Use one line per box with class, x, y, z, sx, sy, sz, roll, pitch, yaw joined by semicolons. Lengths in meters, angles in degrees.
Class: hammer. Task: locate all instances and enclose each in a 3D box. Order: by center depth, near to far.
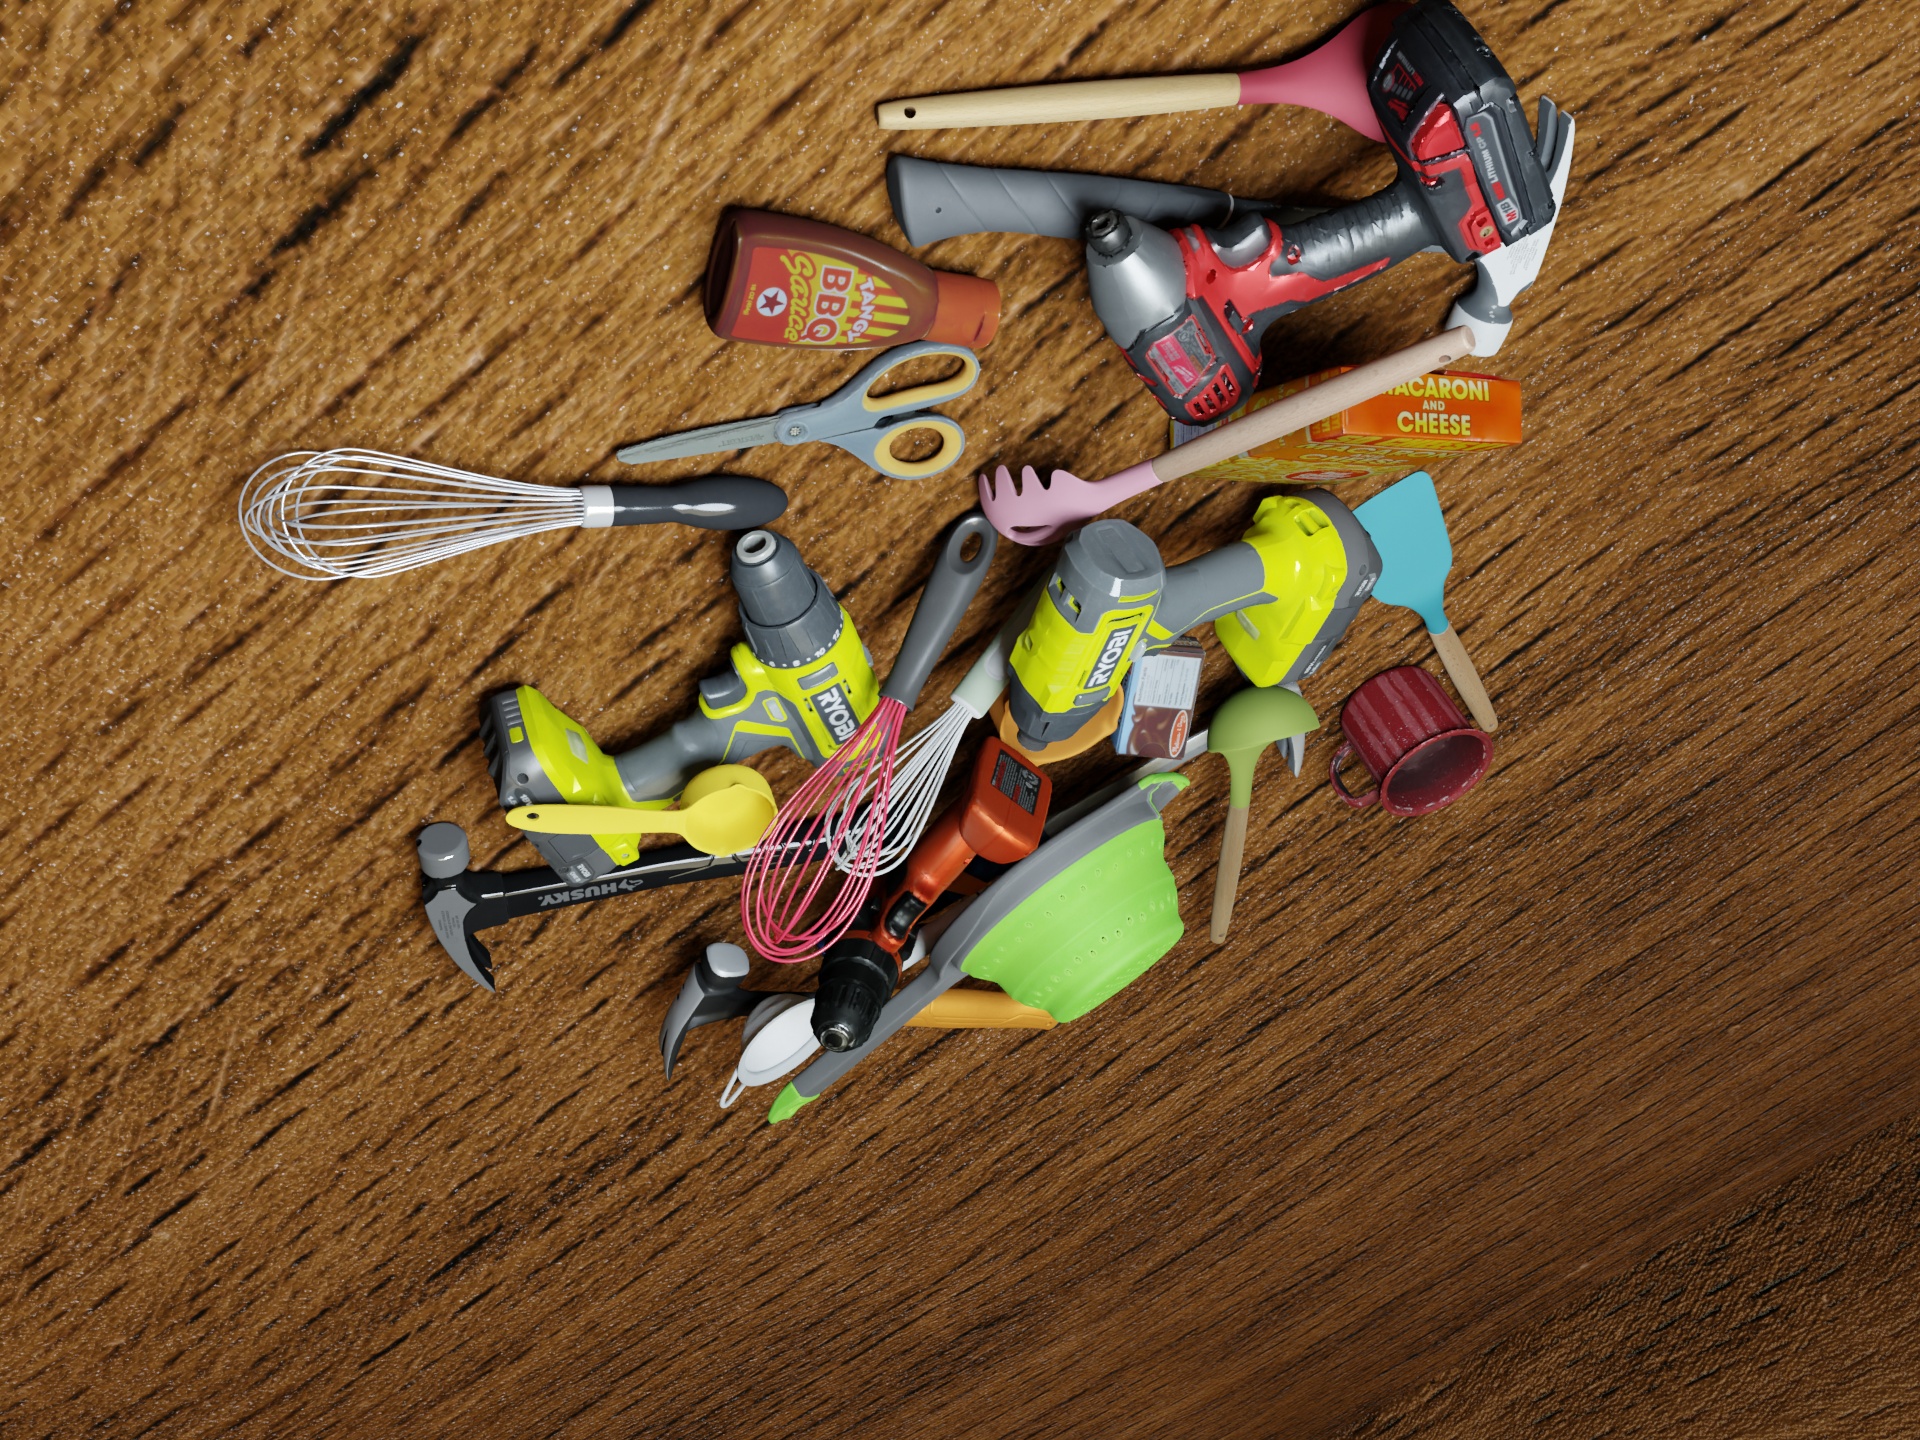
hammer;0.155;-0.274;0.857;0.408;0.036;0.149;-3;134;-22
hammer;-0.191;0.103;1.091;0.334;0.035;0.146;-9;136;-17
hammer;0.076;0.079;1.192;0.405;0.035;0.143;-30;139;7
hammer;-0.064;0.227;1.231;0.336;0.034;0.127;7;131;-33

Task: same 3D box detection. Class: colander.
colander;0.027;0.194;1.123;0.397;0.094;0.204;-41;164;14

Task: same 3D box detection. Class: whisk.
whisk;-0.225;-0.113;0.837;0.284;0.070;0.070;-6;136;-27
whisk;-0.048;0.006;0.943;0.073;0.073;0.296;34;78;-45
whisk;-0.002;-0.003;1.002;0.058;0.059;0.246;38;83;-4

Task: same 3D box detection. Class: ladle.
ladle;0.112;-0.315;0.794;0.315;0.031;0.069;-9;104;-11
ladle;0.212;0.086;1.194;0.078;0.062;0.319;-13;140;-9

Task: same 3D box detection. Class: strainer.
strainer;-0.070;0.184;1.132;0.258;0.050;0.086;-32;150;-8

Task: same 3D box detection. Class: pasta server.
pasta server;0.128;-0.150;0.851;0.060;0.040;0.316;21;153;-39

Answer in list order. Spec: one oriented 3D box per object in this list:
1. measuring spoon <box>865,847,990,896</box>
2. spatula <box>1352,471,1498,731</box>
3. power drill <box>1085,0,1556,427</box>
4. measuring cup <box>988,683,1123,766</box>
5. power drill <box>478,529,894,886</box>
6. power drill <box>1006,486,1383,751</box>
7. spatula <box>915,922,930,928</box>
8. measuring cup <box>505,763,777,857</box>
measuring spoon;-0.016;0.112;1.162;0.117;0.011;0.021;20;94;0
spatula;0.357;-0.068;1.182;0.082;0.044;0.317;-34;143;11
power drill;0.171;-0.250;0.801;0.219;0.079;0.143;-30;142;18
measuring cup;0.037;0.009;1.088;0.095;0.052;0.173;14;129;-35
power drill;-0.165;-0.008;0.956;0.228;0.080;0.190;-26;141;-3
power drill;0.136;-0.060;0.982;0.223;0.080;0.171;-15;147;-29
spatula;0.038;0.163;1.240;0.315;0.018;0.059;-1;145;-38
measuring cup;-0.186;0.050;0.932;0.156;0.029;0.062;2;132;-19
